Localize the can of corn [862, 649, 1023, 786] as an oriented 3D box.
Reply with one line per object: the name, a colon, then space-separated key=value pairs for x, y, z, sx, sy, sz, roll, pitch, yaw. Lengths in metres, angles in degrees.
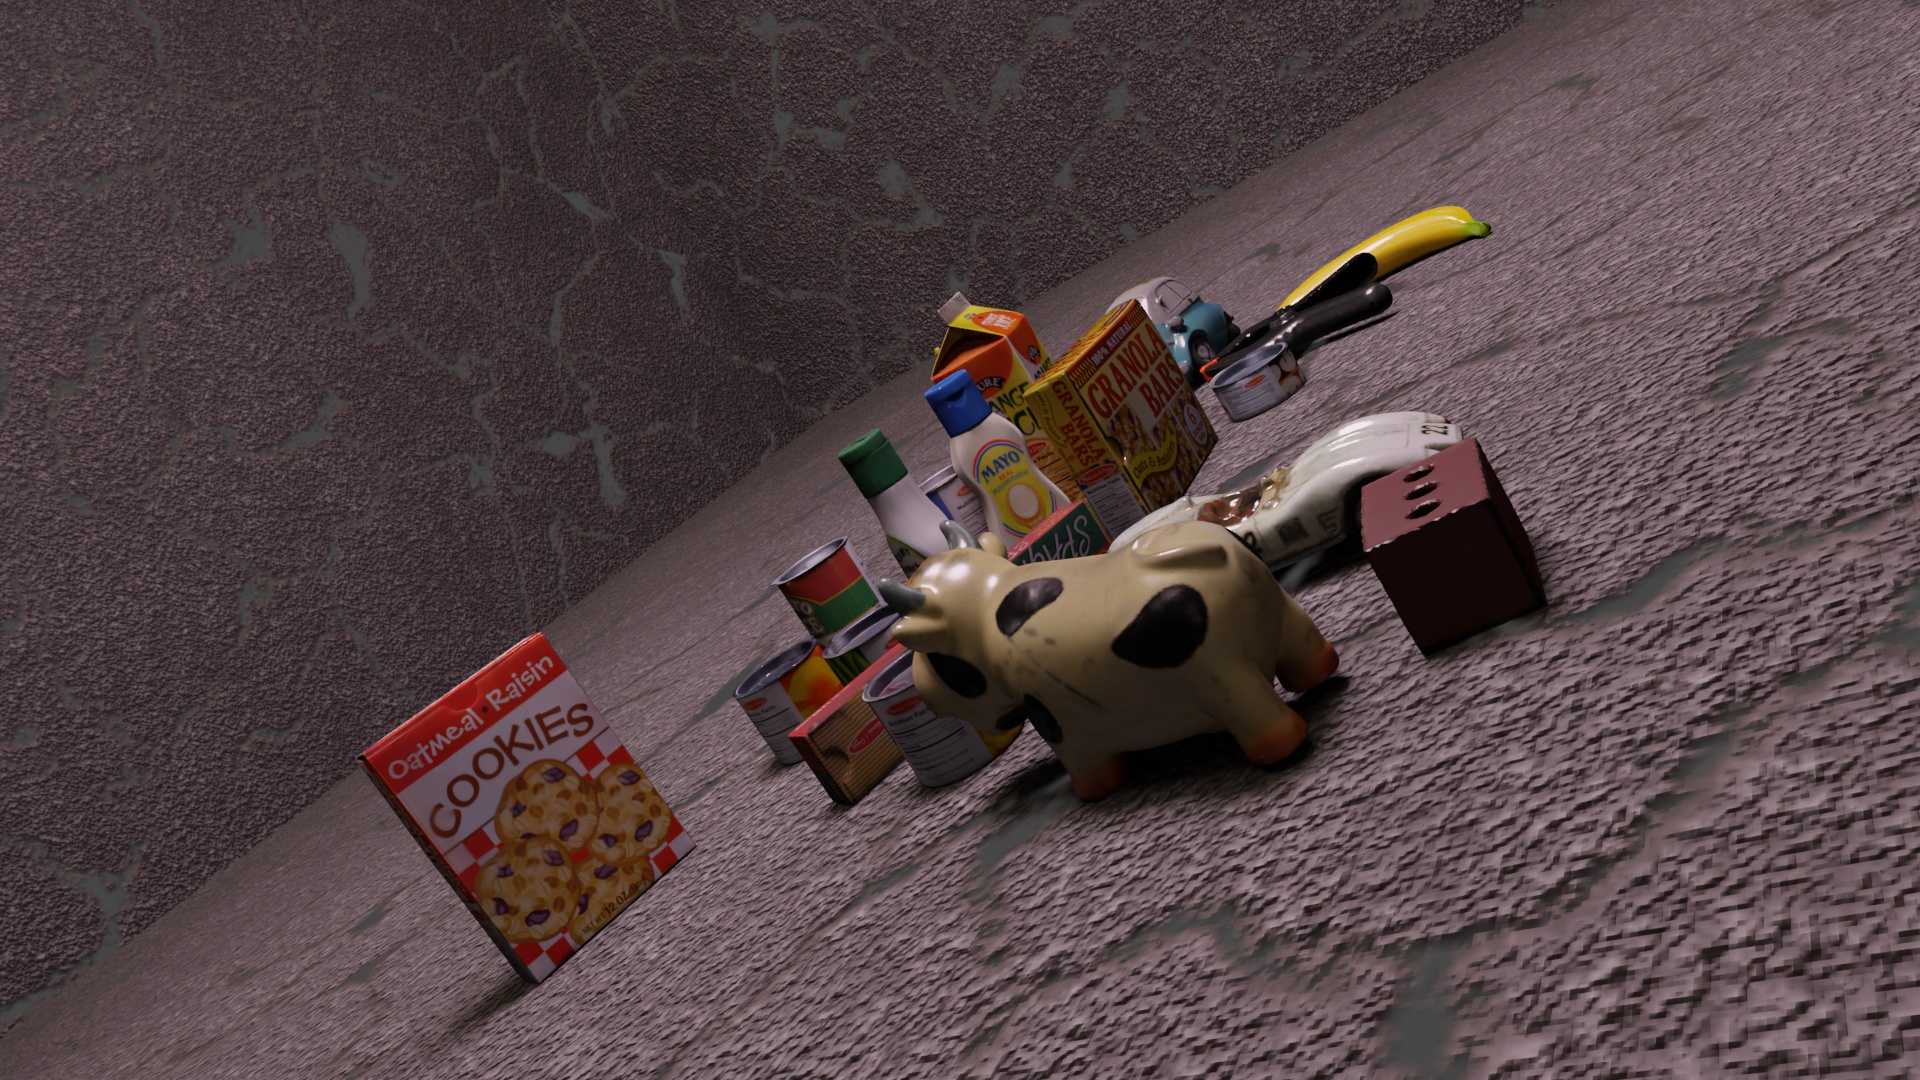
can of corn: x=-0.007 y=0.087 z=0.737 sx=0.071 sy=0.058 sz=0.071 roll=-31 pitch=11 yaw=7

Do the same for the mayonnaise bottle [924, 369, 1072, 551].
mayonnaise bottle: x=0.027 y=-0.054 z=1.019 sx=0.065 sy=0.148 sz=0.041 roll=-33 pitch=11 yaw=-4

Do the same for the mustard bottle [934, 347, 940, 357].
mustard bottle: x=0.023 y=-0.099 z=1.193 sx=0.065 sy=0.160 sz=0.048 roll=-38 pitch=12 yaw=-26

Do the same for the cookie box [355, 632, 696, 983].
cookie box: x=-0.257 y=0.158 z=0.833 sx=0.123 sy=0.167 sz=0.040 roll=-40 pitch=13 yaw=-33

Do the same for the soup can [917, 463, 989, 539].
soup can: x=0.004 y=-0.013 z=1.076 sx=0.071 sy=0.083 sz=0.071 roll=-31 pitch=11 yaw=7

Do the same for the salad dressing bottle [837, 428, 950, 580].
salad dressing bottle: x=-0.034 y=-0.009 z=0.995 sx=0.044 sy=0.147 sz=0.064 roll=-37 pitch=12 yaw=-24

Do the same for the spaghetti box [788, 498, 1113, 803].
spaghetti box: x=0.004 y=0.061 z=0.839 sx=0.251 sy=0.050 sz=0.028 roll=-39 pitch=12 yaw=-31

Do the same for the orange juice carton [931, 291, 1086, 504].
orange juice carton: x=0.042 y=-0.106 z=1.088 sx=0.073 sy=0.192 sz=0.072 roll=-28 pitch=12 yaw=23

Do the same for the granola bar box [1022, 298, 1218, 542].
granola bar box: x=0.118 y=-0.087 z=0.974 sx=0.039 sy=0.124 sz=0.166 roll=-26 pitch=13 yaw=33

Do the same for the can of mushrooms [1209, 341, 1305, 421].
can of mushrooms: x=0.228 y=-0.122 z=1.061 sx=0.071 sy=0.033 sz=0.071 roll=-31 pitch=11 yaw=7

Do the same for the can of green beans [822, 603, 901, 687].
can of green beans: x=-0.044 y=0.078 z=0.879 sx=0.071 sy=0.057 sz=0.071 roll=-31 pitch=11 yaw=7

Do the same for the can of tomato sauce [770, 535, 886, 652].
can of tomato sauce: x=-0.095 y=0.050 z=1.076 sx=0.071 sy=0.083 sz=0.071 roll=-31 pitch=11 yaw=7

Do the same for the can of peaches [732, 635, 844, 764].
can of peaches: x=-0.107 y=0.106 z=0.928 sx=0.071 sy=0.058 sz=0.071 roll=-31 pitch=11 yaw=7
